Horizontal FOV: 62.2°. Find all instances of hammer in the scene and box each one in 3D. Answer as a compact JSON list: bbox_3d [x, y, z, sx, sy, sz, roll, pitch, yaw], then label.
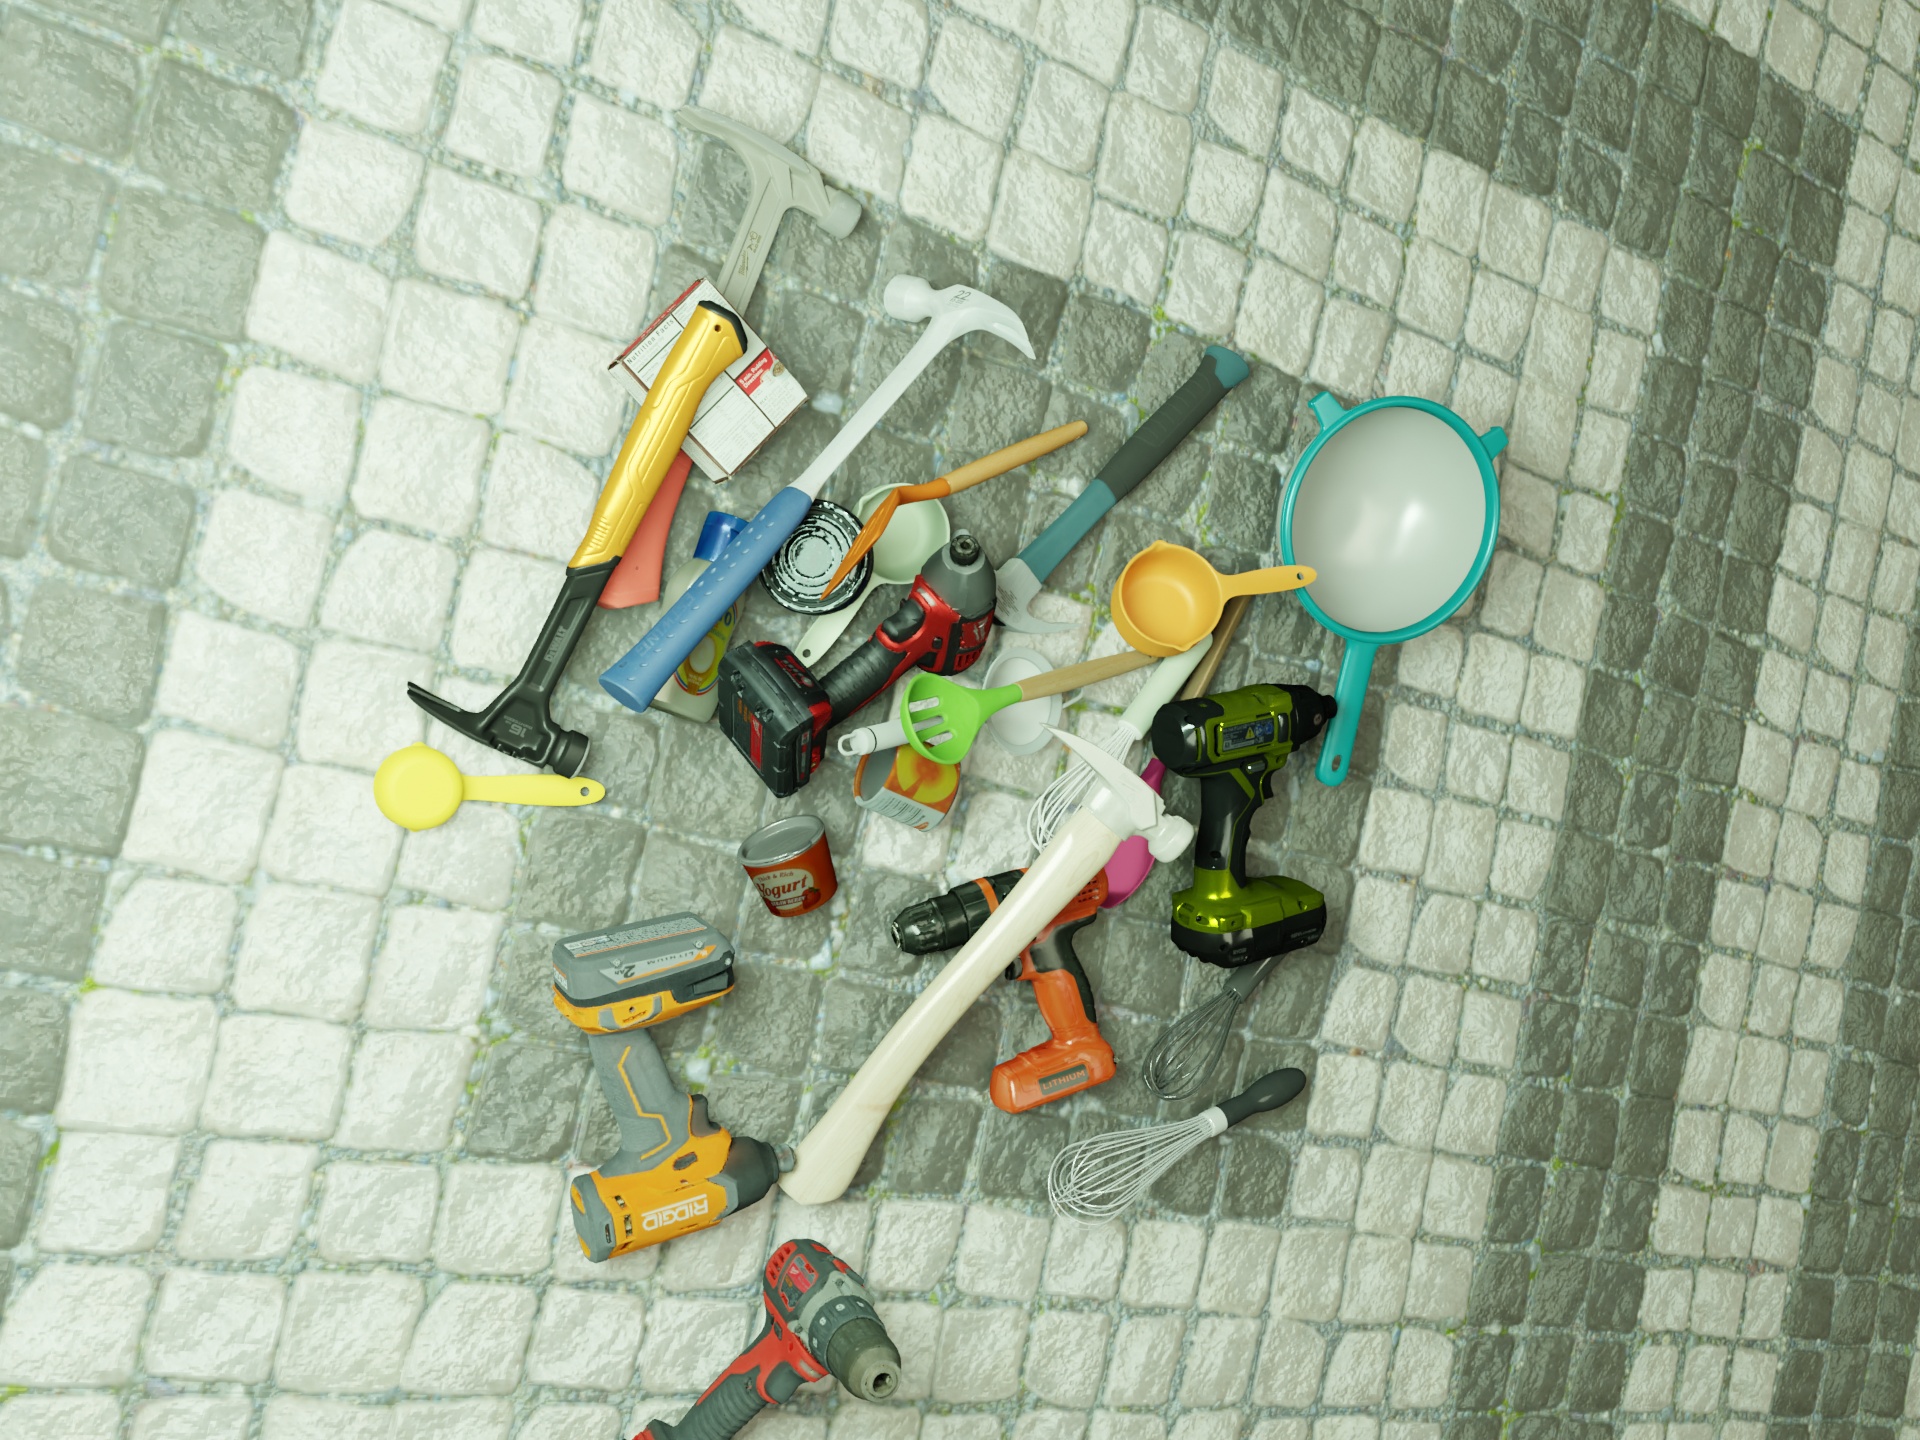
[{"bbox_3d":[-0.103,-0.165,1.117,0.405,0.144,0.035,-52,142,-20],"label":"hammer"},{"bbox_3d":[-0.195,-0.250,1.138,0.149,0.037,0.359,24,81,-26],"label":"hammer"},{"bbox_3d":[-0.243,-0.130,1.068,0.127,0.034,0.337,26,97,-22],"label":"hammer"},{"bbox_3d":[0.126,-0.197,1.306,0.331,0.033,0.128,-46,115,-19],"label":"hammer"},{"bbox_3d":[-0.005,0.193,1.210,0.146,0.038,0.410,41,88,-12],"label":"hammer"}]

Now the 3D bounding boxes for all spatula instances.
[{"bbox_3d":[0.007,-0.174,1.191,0.322,0.081,0.041,-31,83,-45],"label":"spatula"}]

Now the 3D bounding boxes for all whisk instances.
[{"bbox_3d":[0.241,0.238,1.385,0.239,0.055,0.055,-45,111,-22],"label":"whisk"},{"bbox_3d":[0.137,0.015,1.320,0.246,0.058,0.059,-52,148,-17],"label":"whisk"},{"bbox_3d":[0.192,0.357,1.363,0.284,0.070,0.070,-17,100,-30],"label":"whisk"}]

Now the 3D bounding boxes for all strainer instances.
[{"bbox_3d":[-0.002,-0.004,1.215,0.258,0.050,0.087,-14,98,-47],"label":"strainer"},{"bbox_3d":[0.344,-0.116,1.400,0.211,0.095,0.340,6,102,-19],"label":"strainer"}]

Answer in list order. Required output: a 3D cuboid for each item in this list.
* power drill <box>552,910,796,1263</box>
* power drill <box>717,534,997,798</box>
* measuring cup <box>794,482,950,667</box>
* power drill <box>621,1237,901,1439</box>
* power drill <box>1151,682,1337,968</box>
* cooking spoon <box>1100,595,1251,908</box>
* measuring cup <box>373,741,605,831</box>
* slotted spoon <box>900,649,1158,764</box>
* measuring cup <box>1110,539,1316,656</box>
[{"bbox_3d":[-0.203,0.258,1.138,0.164,0.084,0.226,-10,101,-27],"label":"power drill"},{"bbox_3d":[-0.065,-0.049,1.155,0.219,0.143,0.079,-34,71,-23],"label":"power drill"},{"bbox_3d":[-0.077,-0.108,1.212,0.083,0.038,0.167,39,88,-21],"label":"measuring cup"},{"bbox_3d":[-0.139,0.491,1.124,0.080,0.188,0.227,44,77,-21],"label":"power drill"},{"bbox_3d":[0.247,0.082,1.340,0.171,0.080,0.223,-11,107,-26],"label":"power drill"},{"bbox_3d":[0.181,0.013,1.356,0.068,0.017,0.319,31,79,-16],"label":"cooking spoon"},{"bbox_3d":[-0.319,0.048,1.092,0.156,0.029,0.062,3,92,-26],"label":"measuring cup"},{"bbox_3d":[0.059,-0.024,1.235,0.313,0.031,0.070,-17,85,-46],"label":"slotted spoon"},{"bbox_3d":[0.208,-0.103,1.322,0.173,0.052,0.095,-9,78,-13],"label":"measuring cup"}]
